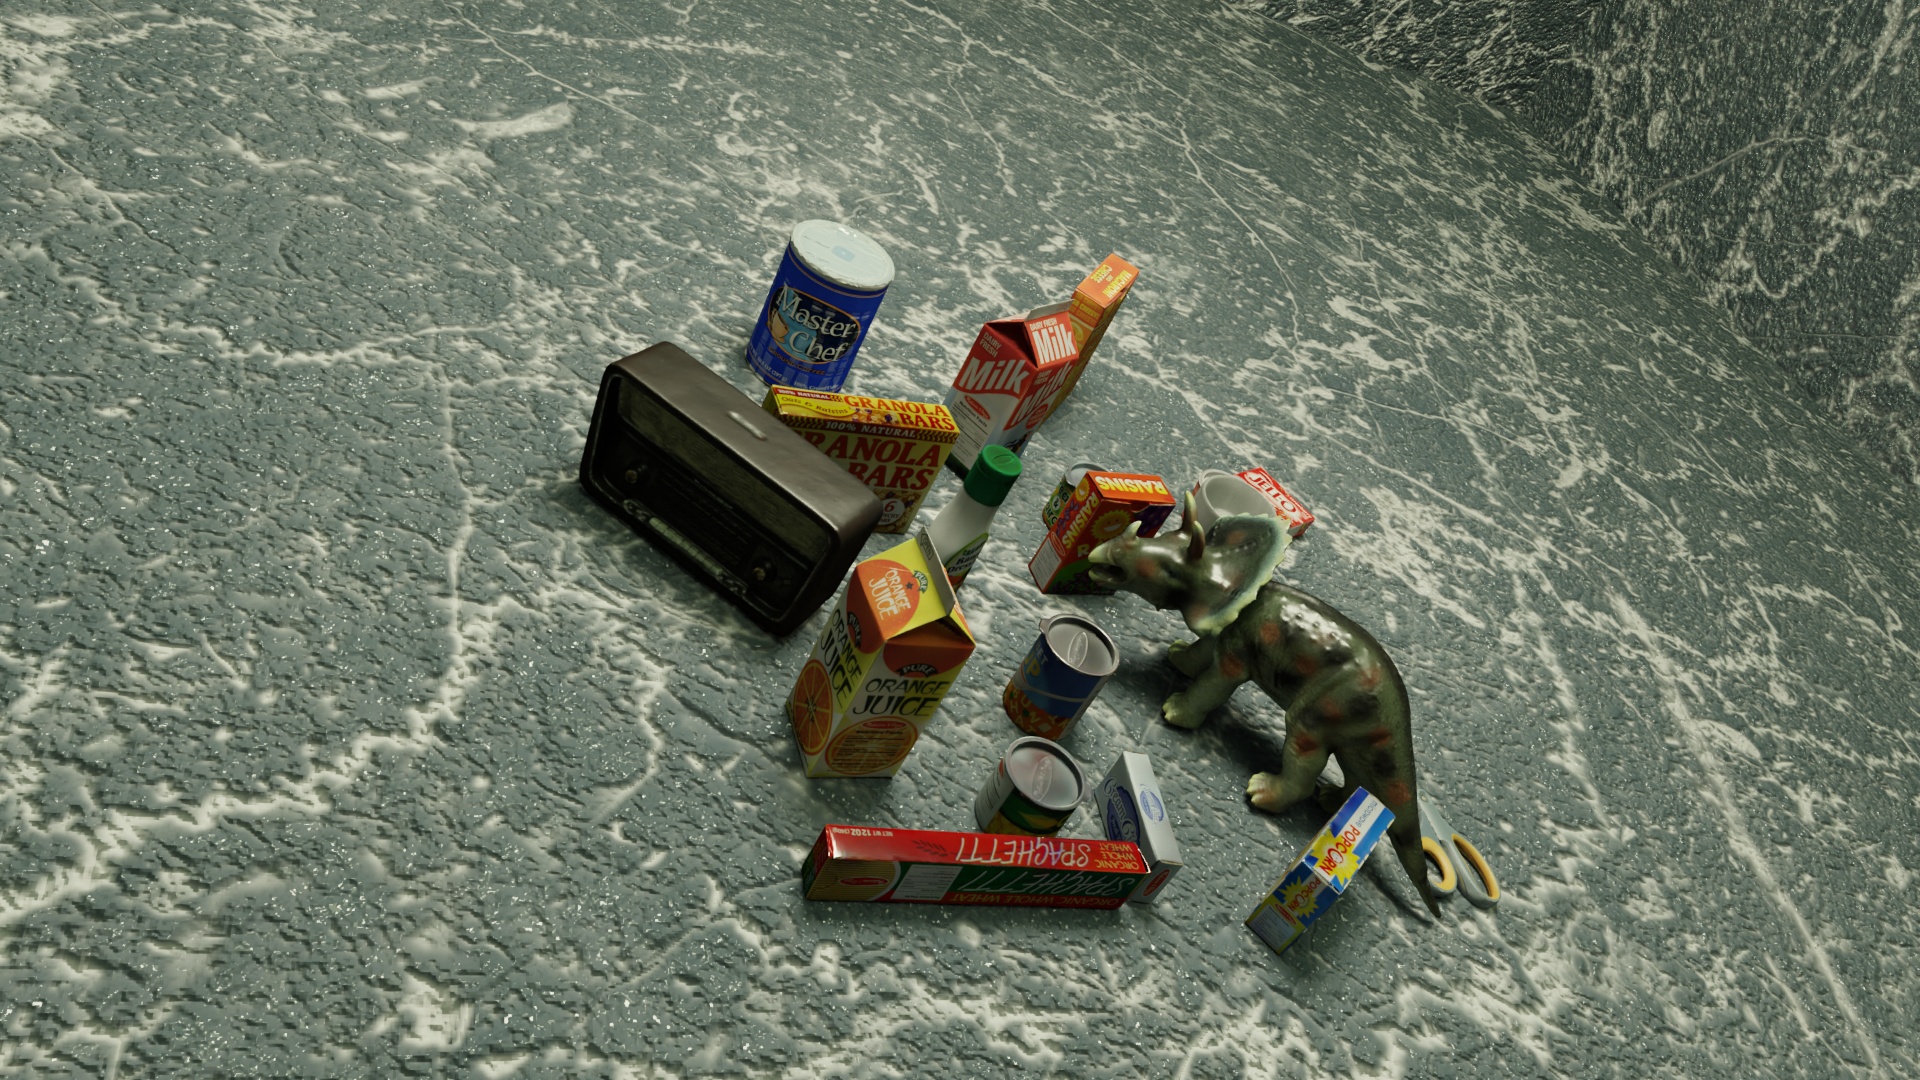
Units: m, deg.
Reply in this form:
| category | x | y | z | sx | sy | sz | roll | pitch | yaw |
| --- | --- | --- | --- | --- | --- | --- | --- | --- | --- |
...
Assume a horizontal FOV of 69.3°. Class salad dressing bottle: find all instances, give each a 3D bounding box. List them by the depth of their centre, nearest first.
| category | x | y | z | sx | sy | sz | roll | pitch | yaw |
| --- | --- | --- | --- | --- | --- | --- | --- | --- | --- |
| salad dressing bottle | 0.004 | -0.015 | 1.166 | 0.044 | 0.146 | 0.064 | 45 | 38 | 20 |

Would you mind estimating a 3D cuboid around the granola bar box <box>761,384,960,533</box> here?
| category | x | y | z | sx | sy | sz | roll | pitch | yaw |
| --- | --- | --- | --- | --- | --- | --- | --- | --- | --- |
| granola bar box | -0.101 | -0.066 | 1.176 | 0.166 | 0.123 | 0.039 | 4 | 43 | -31 |

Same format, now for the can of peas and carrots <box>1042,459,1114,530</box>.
| category | x | y | z | sx | sy | sz | roll | pitch | yaw |
| --- | --- | --- | --- | --- | --- | --- | --- | --- | --- |
| can of peas and carrots | 0.119 | -0.035 | 1.345 | 0.071 | 0.058 | 0.071 | 19 | 37 | -15 |

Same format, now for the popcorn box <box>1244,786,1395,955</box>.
| category | x | y | z | sx | sy | sz | roll | pitch | yaw |
| --- | --- | --- | --- | --- | --- | --- | --- | --- | --- |
| popcorn box | 0.282 | 0.256 | 1.083 | 0.038 | 0.084 | 0.127 | 42 | 37 | 16 |

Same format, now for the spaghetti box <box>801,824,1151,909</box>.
| category | x | y | z | sx | sy | sz | roll | pitch | yaw |
| --- | --- | --- | --- | --- | --- | --- | --- | --- | --- |
| spaghetti box | 0.015 | 0.228 | 0.963 | 0.250 | 0.050 | 0.029 | 9 | 41 | -26 |

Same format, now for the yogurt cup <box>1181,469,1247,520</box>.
| category | x | y | z | sx | sy | sz | roll | pitch | yaw |
| --- | --- | --- | --- | --- | --- | --- | --- | --- | --- |
| yogurt cup | 0.267 | -0.033 | 1.448 | 0.072 | 0.053 | 0.073 | 19 | 37 | -15 |

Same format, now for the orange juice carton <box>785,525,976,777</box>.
| category | x | y | z | sx | sy | sz | roll | pitch | yaw |
| --- | --- | --- | --- | --- | --- | --- | --- | --- | --- |
| orange juice carton | -0.052 | 0.081 | 0.974 | 0.073 | 0.191 | 0.072 | 5 | 42 | -30 |

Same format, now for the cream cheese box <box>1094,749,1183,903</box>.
| category | x | y | z | sx | sy | sz | roll | pitch | yaw |
| --- | --- | --- | --- | --- | --- | --- | --- | --- | --- |
| cream cheese box | 0.134 | 0.217 | 1.056 | 0.024 | 0.053 | 0.104 | 12 | 39 | -23 |

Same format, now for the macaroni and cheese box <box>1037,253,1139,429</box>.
| category | x | y | z | sx | sy | sz | roll | pitch | yaw |
| --- | --- | --- | --- | --- | --- | --- | --- | --- | --- |
| macaroni and cheese box | 0.120 | -0.208 | 1.463 | 0.040 | 0.165 | 0.124 | 33 | 36 | 5 |

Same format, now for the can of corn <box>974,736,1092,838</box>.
| category | x | y | z | sx | sy | sz | roll | pitch | yaw |
| --- | --- | --- | --- | --- | --- | --- | --- | --- | --- |
| can of corn | 0.054 | 0.190 | 1.028 | 0.071 | 0.058 | 0.071 | 19 | 37 | -15 |

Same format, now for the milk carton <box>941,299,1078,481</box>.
| category | x | y | z | sx | sy | sz | roll | pitch | yaw |
| --- | --- | --- | --- | --- | --- | --- | --- | --- | --- |
| milk carton | 0.045 | -0.149 | 1.320 | 0.073 | 0.189 | 0.072 | 43 | 38 | 18 |

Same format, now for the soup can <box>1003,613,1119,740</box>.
| category | x | y | z | sx | sy | sz | roll | pitch | yaw |
| --- | --- | --- | --- | --- | --- | --- | --- | --- | --- |
| soup can | 0.078 | 0.109 | 1.121 | 0.071 | 0.083 | 0.072 | 19 | 37 | -15 |

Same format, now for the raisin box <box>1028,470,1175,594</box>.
| category | x | y | z | sx | sy | sz | roll | pitch | yaw |
| --- | --- | --- | --- | --- | --- | --- | --- | --- | --- |
| raisin box | 0.127 | -0.005 | 1.259 | 0.086 | 0.122 | 0.040 | 3 | 43 | -32 |
